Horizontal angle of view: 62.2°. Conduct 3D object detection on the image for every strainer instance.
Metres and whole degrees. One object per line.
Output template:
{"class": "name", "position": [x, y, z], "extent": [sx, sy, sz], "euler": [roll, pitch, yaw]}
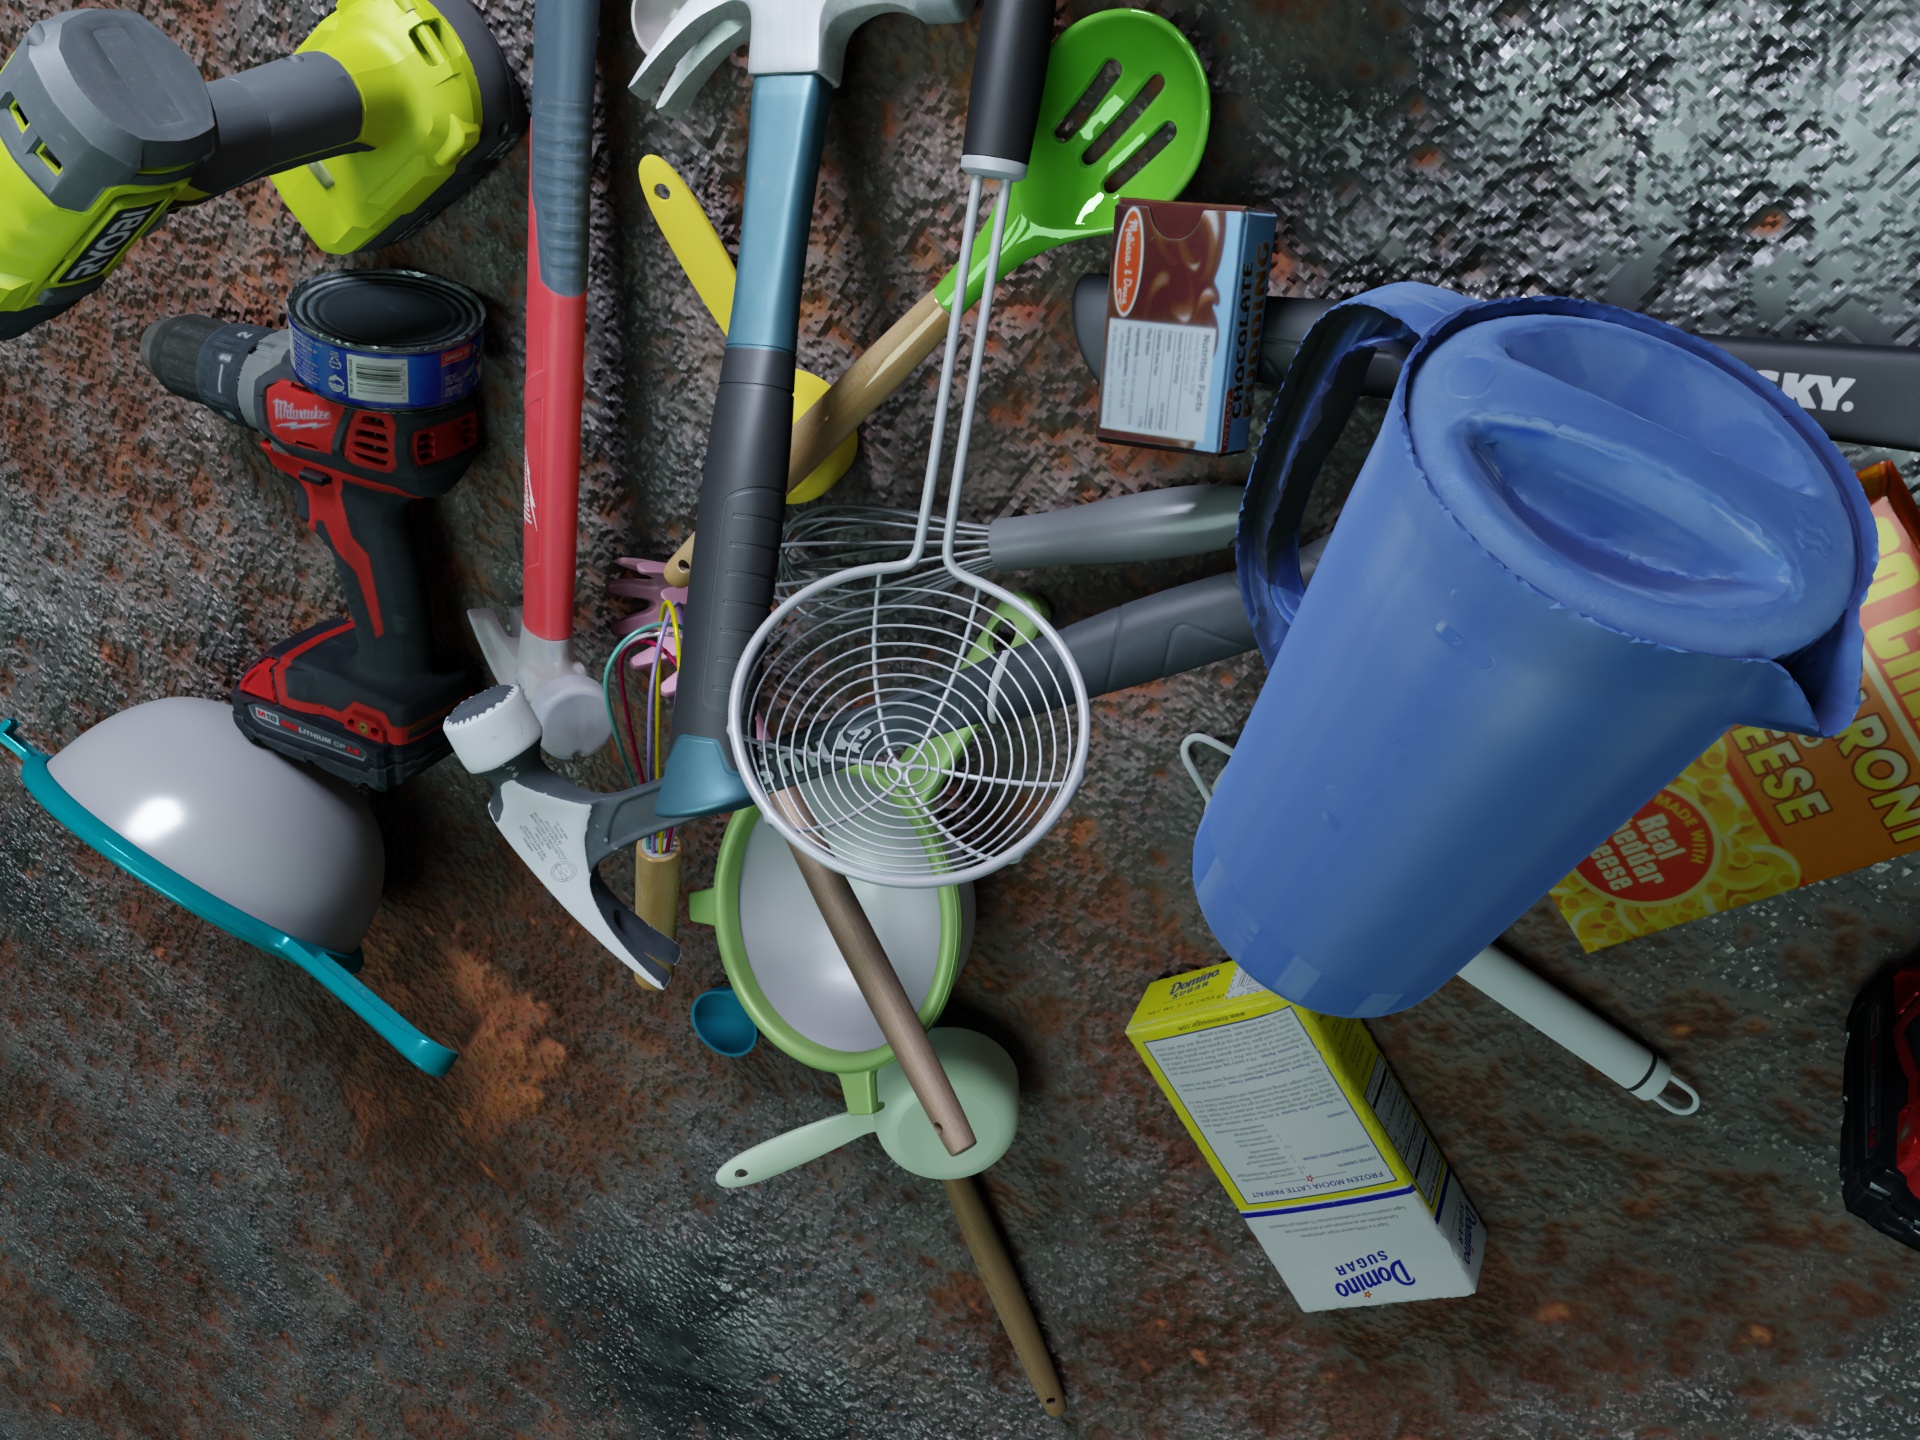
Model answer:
{"class": "strainer", "position": [-0.361, 0.075, 0.874], "extent": [0.341, 0.095, 0.210], "euler": [27, 168, 33]}
{"class": "strainer", "position": [0.198, 0.088, 0.662], "extent": [0.258, 0.050, 0.087], "euler": [34, 114, 3]}
{"class": "strainer", "position": [-0.018, 0.048, 0.749], "extent": [0.152, 0.069, 0.256], "euler": [44, 114, 28]}

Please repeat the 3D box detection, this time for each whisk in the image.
{"class": "whisk", "position": [-0.142, 0.046, 0.749], "extent": [0.047, 0.051, 0.244], "euler": [37, 136, 27]}
{"class": "whisk", "position": [0.017, -0.075, 0.661], "extent": [0.239, 0.055, 0.055], "euler": [-4, 115, 26]}

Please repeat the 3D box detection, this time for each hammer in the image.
{"class": "hammer", "position": [-0.001, -0.002, 0.639], "extent": [0.409, 0.036, 0.149], "euler": [-18, 113, 15]}
{"class": "hammer", "position": [0.189, -0.123, 0.525], "extent": [0.335, 0.035, 0.146], "euler": [14, 109, 29]}
{"class": "hammer", "position": [-0.180, -0.184, 0.693], "extent": [0.143, 0.038, 0.386], "euler": [43, 132, 49]}
{"class": "hammer", "position": [-0.076, -0.124, 0.597], "extent": [0.128, 0.033, 0.331], "euler": [8, 93, 22]}

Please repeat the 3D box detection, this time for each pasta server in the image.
{"class": "pasta server", "position": [-0.078, 0.055, 0.726], "extent": [0.316, 0.040, 0.060], "euler": [61, 143, 17]}

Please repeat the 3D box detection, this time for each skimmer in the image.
{"class": "skimmer", "position": [0.003, -0.128, 0.537], "extent": [0.127, 0.090, 0.363], "euler": [9, 101, -2]}

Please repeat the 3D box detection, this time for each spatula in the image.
{"class": "spatula", "position": [0.001, 0.270, 0.870], "extent": [0.082, 0.044, 0.317], "euler": [-19, 110, 8]}

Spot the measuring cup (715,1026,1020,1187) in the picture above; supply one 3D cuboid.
{"class": "measuring cup", "position": [-0.048, 0.214, 0.806], "extent": [0.167, 0.038, 0.083], "euler": [-23, 115, 5]}

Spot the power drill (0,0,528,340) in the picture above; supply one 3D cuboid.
{"class": "power drill", "position": [-0.295, -0.221, 0.632], "extent": [0.171, 0.223, 0.080], "euler": [-23, 104, 36]}

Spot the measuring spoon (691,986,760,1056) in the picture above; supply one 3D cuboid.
{"class": "measuring spoon", "position": [-0.106, 0.136, 0.874], "extent": [0.042, 0.021, 0.128], "euler": [39, 119, 4]}

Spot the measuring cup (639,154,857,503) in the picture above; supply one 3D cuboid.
{"class": "measuring cup", "position": [-0.097, -0.159, 0.667], "extent": [0.062, 0.029, 0.156], "euler": [-12, 121, 29]}

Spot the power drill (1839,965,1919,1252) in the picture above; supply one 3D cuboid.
{"class": "power drill", "position": [0.372, 0.073, 0.500], "extent": [0.078, 0.143, 0.219], "euler": [24, 133, 13]}

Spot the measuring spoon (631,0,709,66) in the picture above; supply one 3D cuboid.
{"class": "measuring spoon", "position": [-0.091, -0.309, 0.606], "extent": [0.034, 0.018, 0.124], "euler": [37, 122, 5]}

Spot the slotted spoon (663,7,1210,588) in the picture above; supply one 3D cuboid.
{"class": "slotted spoon", "position": [-0.023, -0.149, 0.626], "extent": [0.313, 0.031, 0.070], "euler": [-39, 94, 30]}

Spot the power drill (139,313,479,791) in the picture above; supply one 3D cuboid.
{"class": "power drill", "position": [-0.336, -0.094, 0.825], "extent": [0.188, 0.080, 0.226], "euler": [19, 122, 18]}
